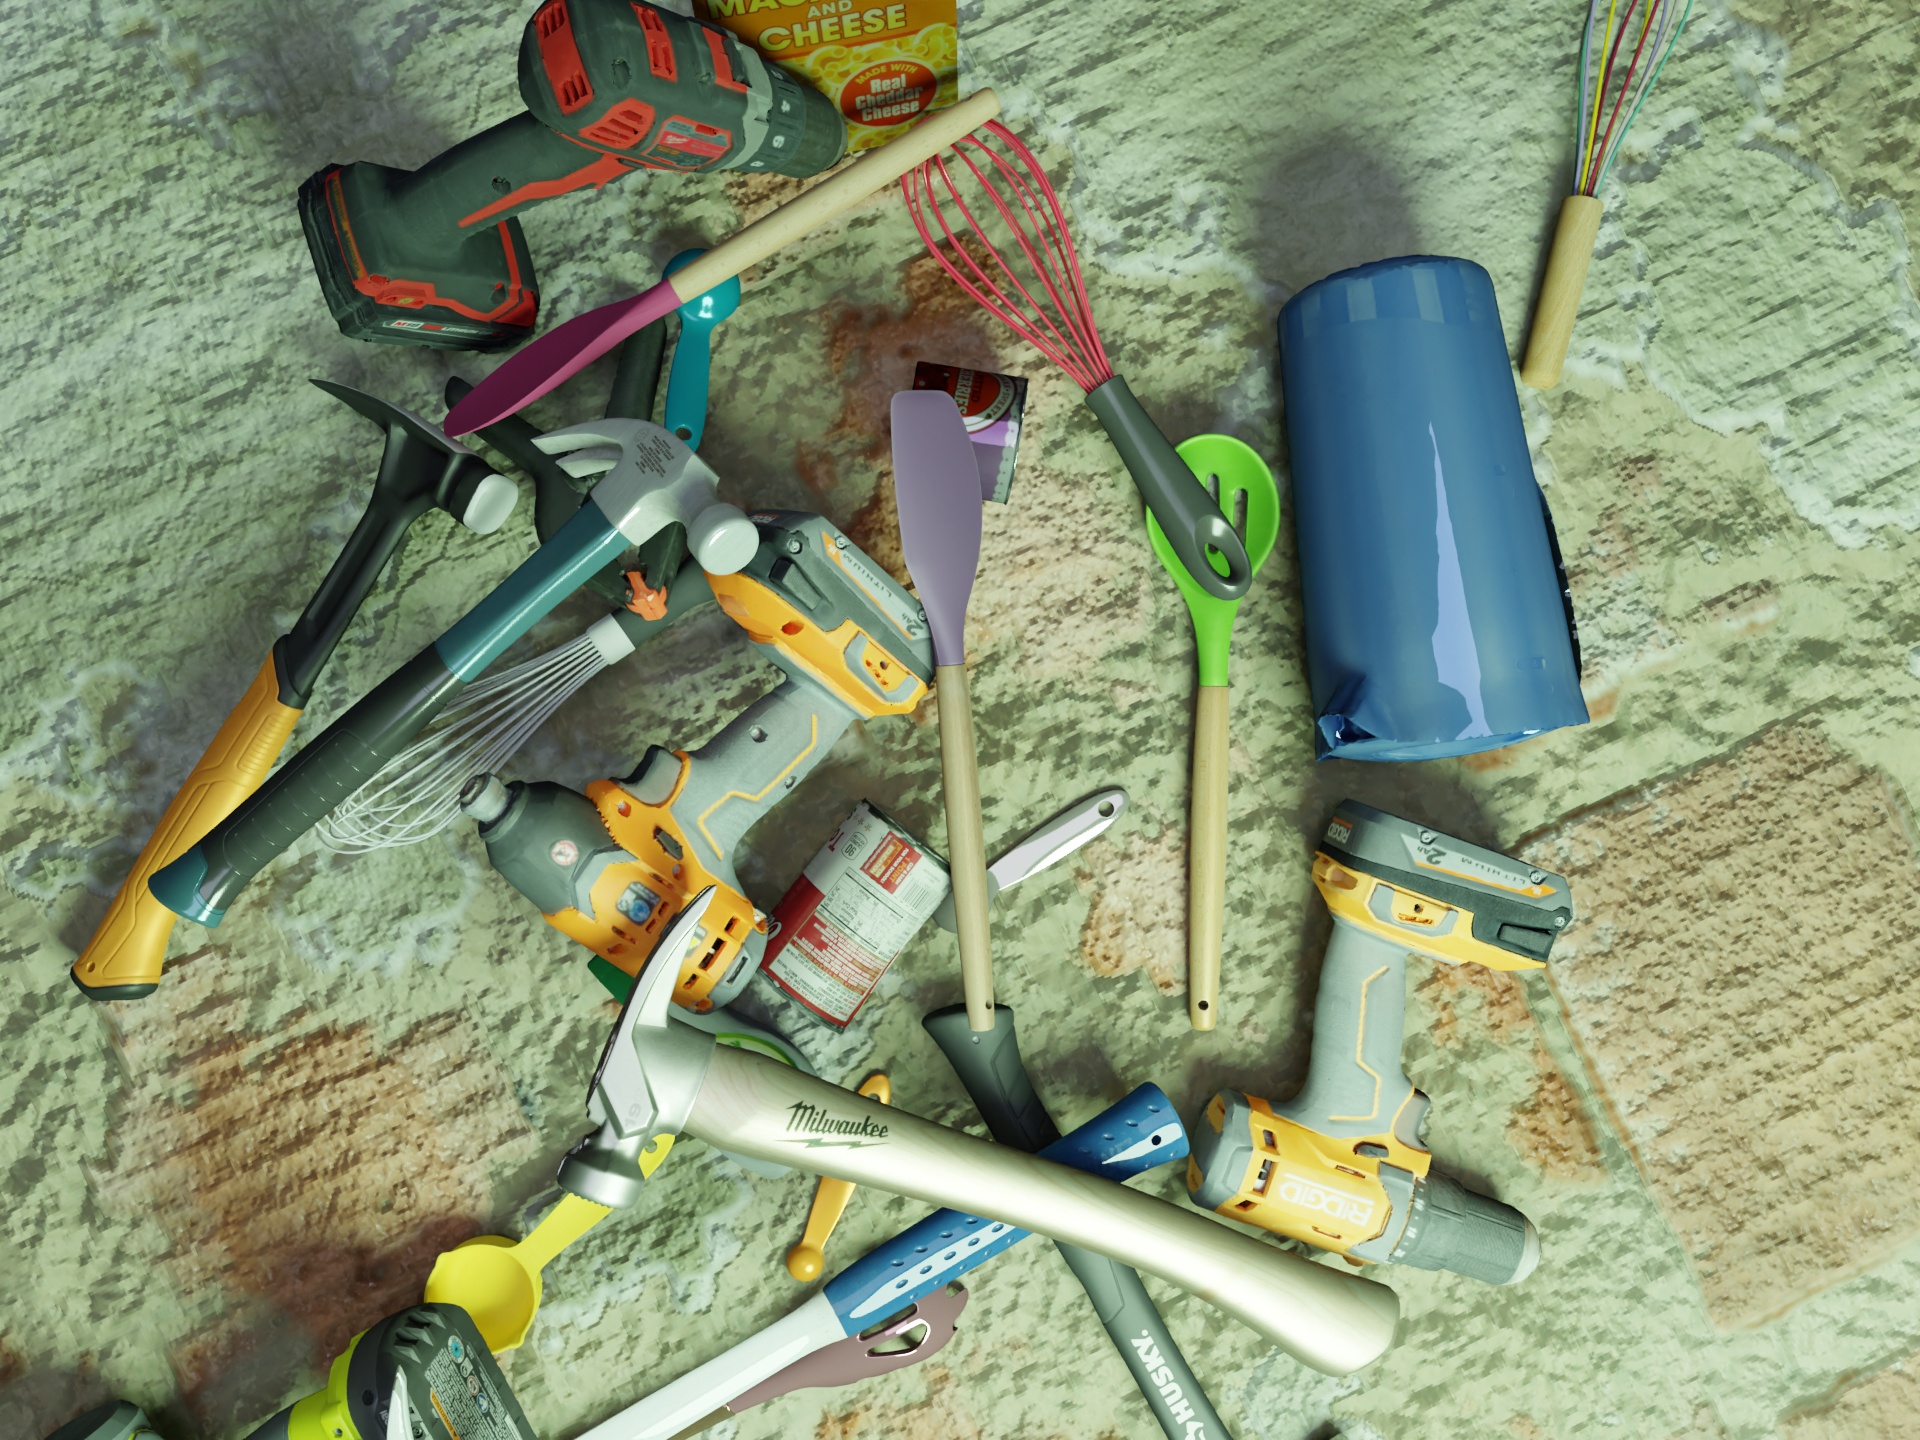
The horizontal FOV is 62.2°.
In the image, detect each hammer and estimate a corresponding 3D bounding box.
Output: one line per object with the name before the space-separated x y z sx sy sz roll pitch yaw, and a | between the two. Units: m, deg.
hammer | -0.248 -0.018 0.743 0.331 0.033 0.128 -41 55 3
hammer | 0.031 0.213 0.752 0.410 0.038 0.146 23 79 -13
hammer | -0.072 0.282 0.755 0.405 0.035 0.144 -26 94 -15
hammer | 0.073 0.295 0.832 0.146 0.035 0.335 -30 90 -3
hammer | -0.357 -0.008 0.807 0.127 0.034 0.337 33 93 20

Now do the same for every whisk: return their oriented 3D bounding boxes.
whisk | -0.206 -0.023 0.815 0.284 0.070 0.070 -35 91 -7
whisk | 0.342 -0.298 0.853 0.051 0.047 0.245 14 93 10
whisk | 0.062 -0.186 0.816 0.073 0.073 0.296 -33 88 -3

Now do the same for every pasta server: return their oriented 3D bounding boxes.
pasta server | -0.143 0.362 0.827 0.316 0.040 0.060 -26 90 1

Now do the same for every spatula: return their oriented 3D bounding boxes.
spatula | -0.001 -0.002 0.781 0.059 0.018 0.316 -10 98 -46

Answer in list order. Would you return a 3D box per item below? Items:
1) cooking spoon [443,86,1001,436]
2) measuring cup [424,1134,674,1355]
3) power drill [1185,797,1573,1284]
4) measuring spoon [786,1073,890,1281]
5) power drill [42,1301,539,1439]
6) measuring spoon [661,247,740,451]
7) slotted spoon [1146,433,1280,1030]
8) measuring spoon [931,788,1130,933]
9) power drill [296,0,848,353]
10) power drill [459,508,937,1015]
cooking spoon | -0.119 -0.226 0.787 0.319 0.069 0.017 -31 125 1
measuring cup | -0.208 0.262 0.824 0.156 0.029 0.062 -42 91 -5
power drill | 0.238 0.174 0.821 0.185 0.084 0.226 20 93 -3
measuring spoon | -0.063 0.241 0.837 0.021 0.011 0.117 23 88 -2
power drill | -0.326 0.403 0.781 0.228 0.080 0.190 -25 96 7
measuring spoon | -0.135 -0.191 0.812 0.042 0.021 0.129 10 64 -18
slotted spoon | 0.131 0.007 0.844 0.070 0.031 0.314 1 91 11
measuring spoon | 0.038 0.072 0.842 0.124 0.018 0.034 -32 90 -3
power drill | -0.178 -0.256 0.757 0.227 0.188 0.080 -19 87 31
power drill | -0.122 0.009 0.766 0.164 0.084 0.226 40 77 -31
